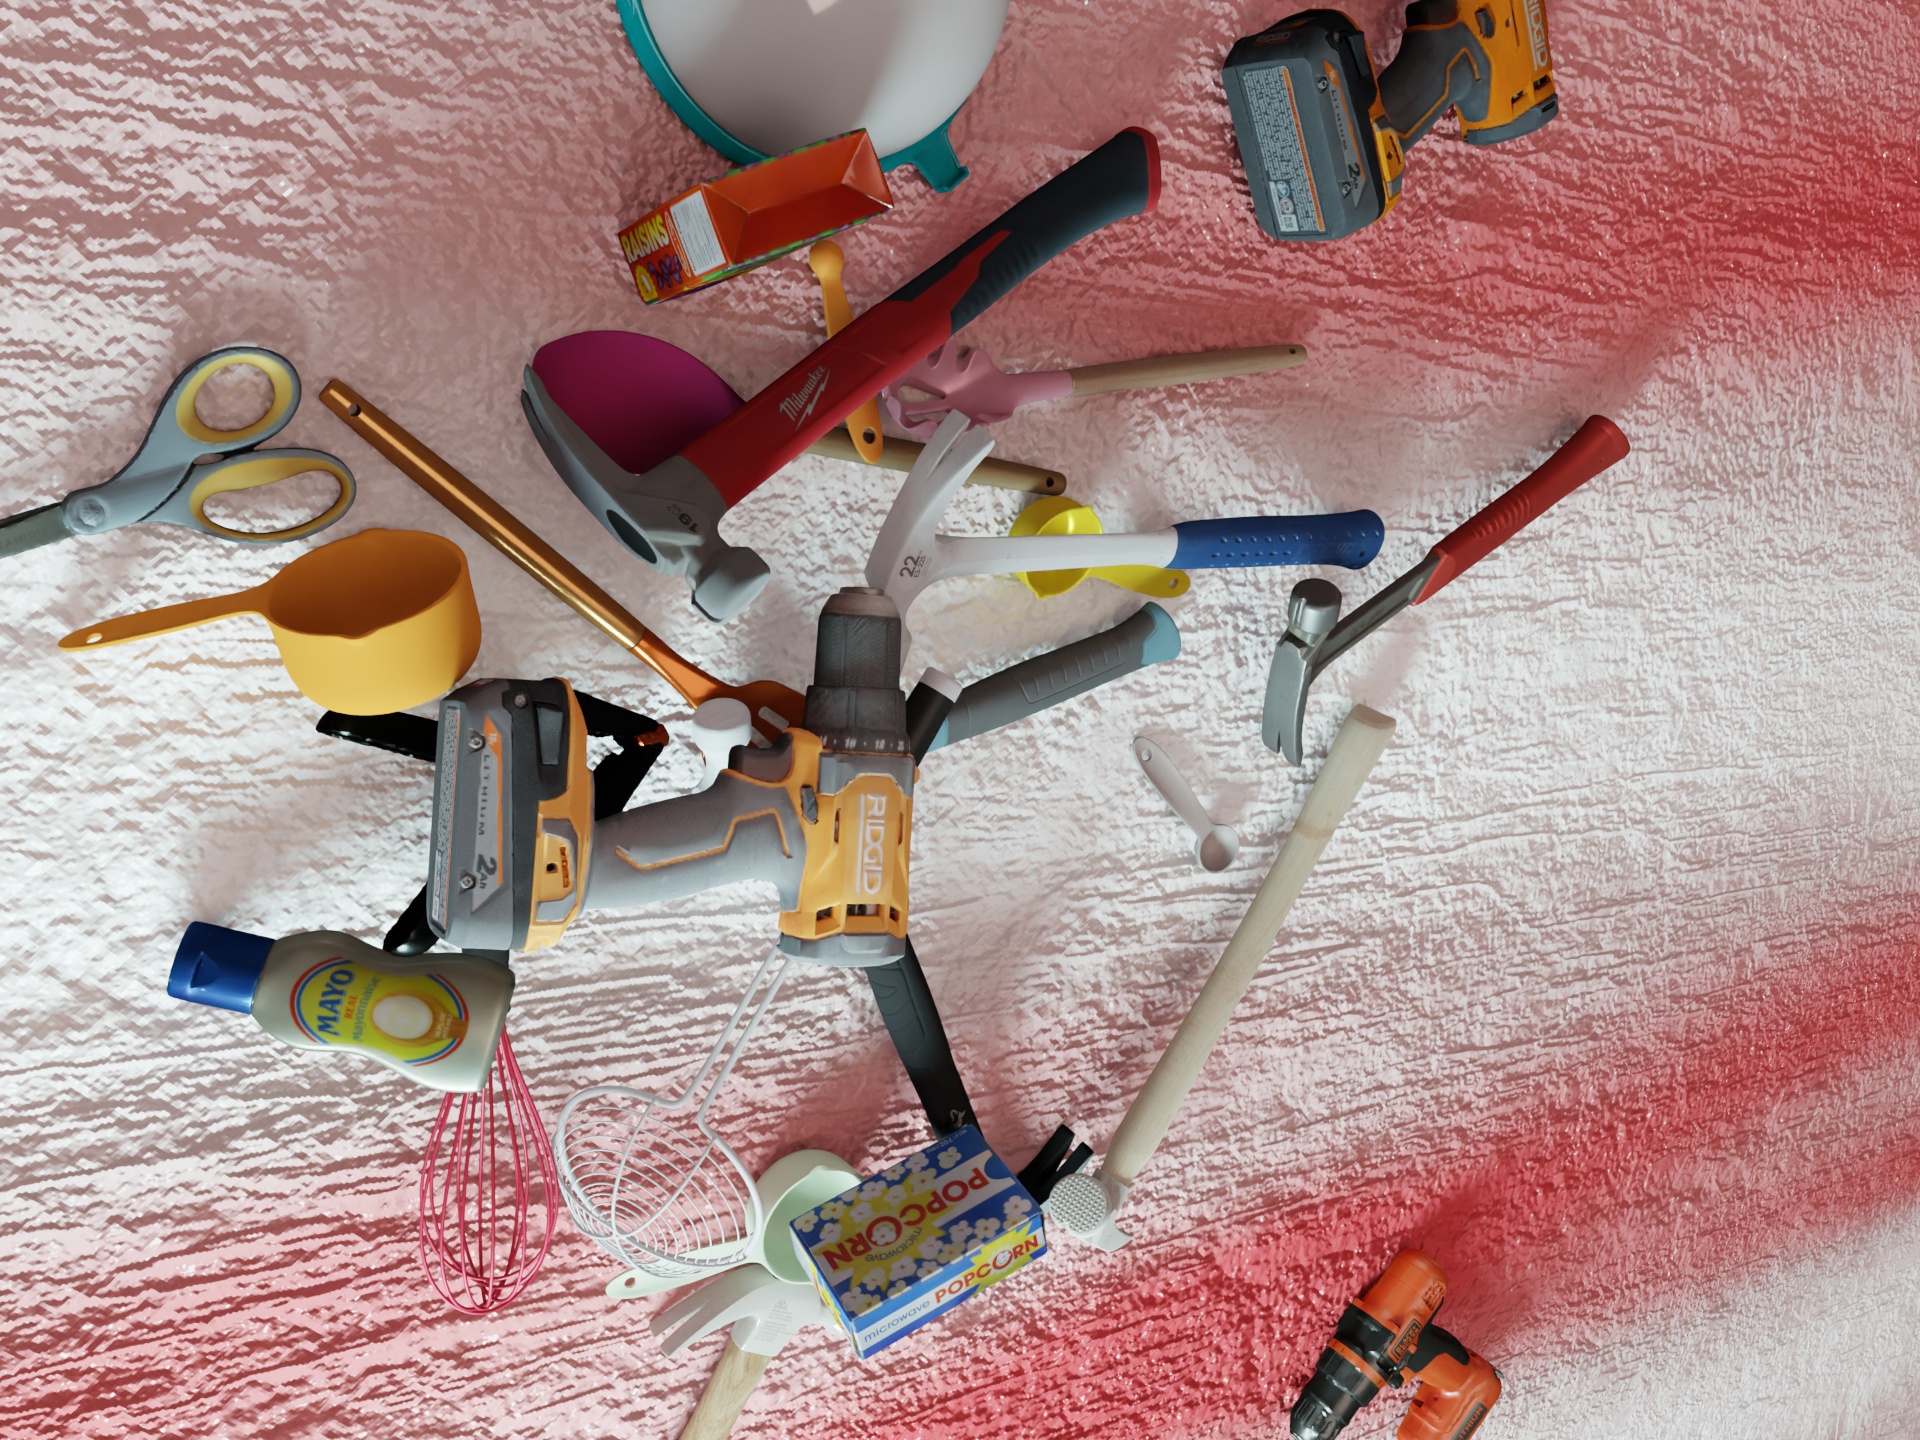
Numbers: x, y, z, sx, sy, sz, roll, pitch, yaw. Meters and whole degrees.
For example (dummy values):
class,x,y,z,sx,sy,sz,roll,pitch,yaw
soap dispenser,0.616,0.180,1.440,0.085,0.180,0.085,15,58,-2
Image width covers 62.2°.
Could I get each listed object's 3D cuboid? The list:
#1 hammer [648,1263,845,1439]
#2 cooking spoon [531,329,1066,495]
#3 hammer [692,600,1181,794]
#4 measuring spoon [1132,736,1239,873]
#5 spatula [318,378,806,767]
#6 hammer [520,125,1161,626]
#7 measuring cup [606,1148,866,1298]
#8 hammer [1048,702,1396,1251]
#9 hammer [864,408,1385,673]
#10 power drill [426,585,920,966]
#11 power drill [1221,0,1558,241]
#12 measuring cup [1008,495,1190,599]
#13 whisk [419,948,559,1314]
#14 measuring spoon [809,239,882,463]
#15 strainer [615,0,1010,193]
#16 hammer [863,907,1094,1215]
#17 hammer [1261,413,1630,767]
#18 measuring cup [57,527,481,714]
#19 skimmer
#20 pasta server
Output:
class,x,y,z,sx,sy,sz,roll,pitch,yaw
hammer,-0.182,0.480,0.966,0.130,0.031,0.331,29,89,-36
cooking spoon,-0.073,-0.148,0.840,0.318,0.017,0.069,5,92,-34
hammer,-0.001,-0.003,0.911,0.331,0.033,0.128,-22,133,-30
measuring spoon,0.145,0.054,1.053,0.034,0.018,0.124,-45,117,-13
spatula,-0.184,-0.057,0.797,0.322,0.041,0.081,42,82,-31
hammer,-0.035,-0.211,0.800,0.143,0.038,0.386,45,62,2
measuring cup,-0.132,0.302,0.938,0.167,0.038,0.083,-9,110,-28
hammer,0.188,0.171,1.085,0.411,0.038,0.146,-58,156,-11
hammer,0.115,-0.105,0.924,0.405,0.035,0.144,-8,130,-40
power drill,-0.124,0.022,0.746,0.226,0.084,0.185,4,90,-27
power drill,0.262,-0.397,0.941,0.226,0.084,0.164,-36,121,-24
measuring cup,0.086,-0.098,0.959,0.156,0.029,0.062,9,115,-47
whisk,-0.242,0.167,0.812,0.073,0.073,0.296,-4,101,-32
measuring spoon,-0.057,-0.192,0.829,0.021,0.011,0.117,-21,105,-31
strainer,-0.103,-0.359,0.705,0.340,0.095,0.211,-2,106,-34
hammer,-0.012,0.210,0.967,0.146,0.035,0.334,-32,126,-21
hammer,0.341,-0.109,1.096,0.359,0.037,0.149,-34,145,-26
measuring cup,-0.300,-0.033,0.705,0.173,0.095,0.052,-12,128,-8
skimmer,-0.098,0.135,0.858,0.127,0.090,0.363,30,88,6
pasta server,0.086,-0.200,0.914,0.316,0.040,0.060,-14,77,-31
